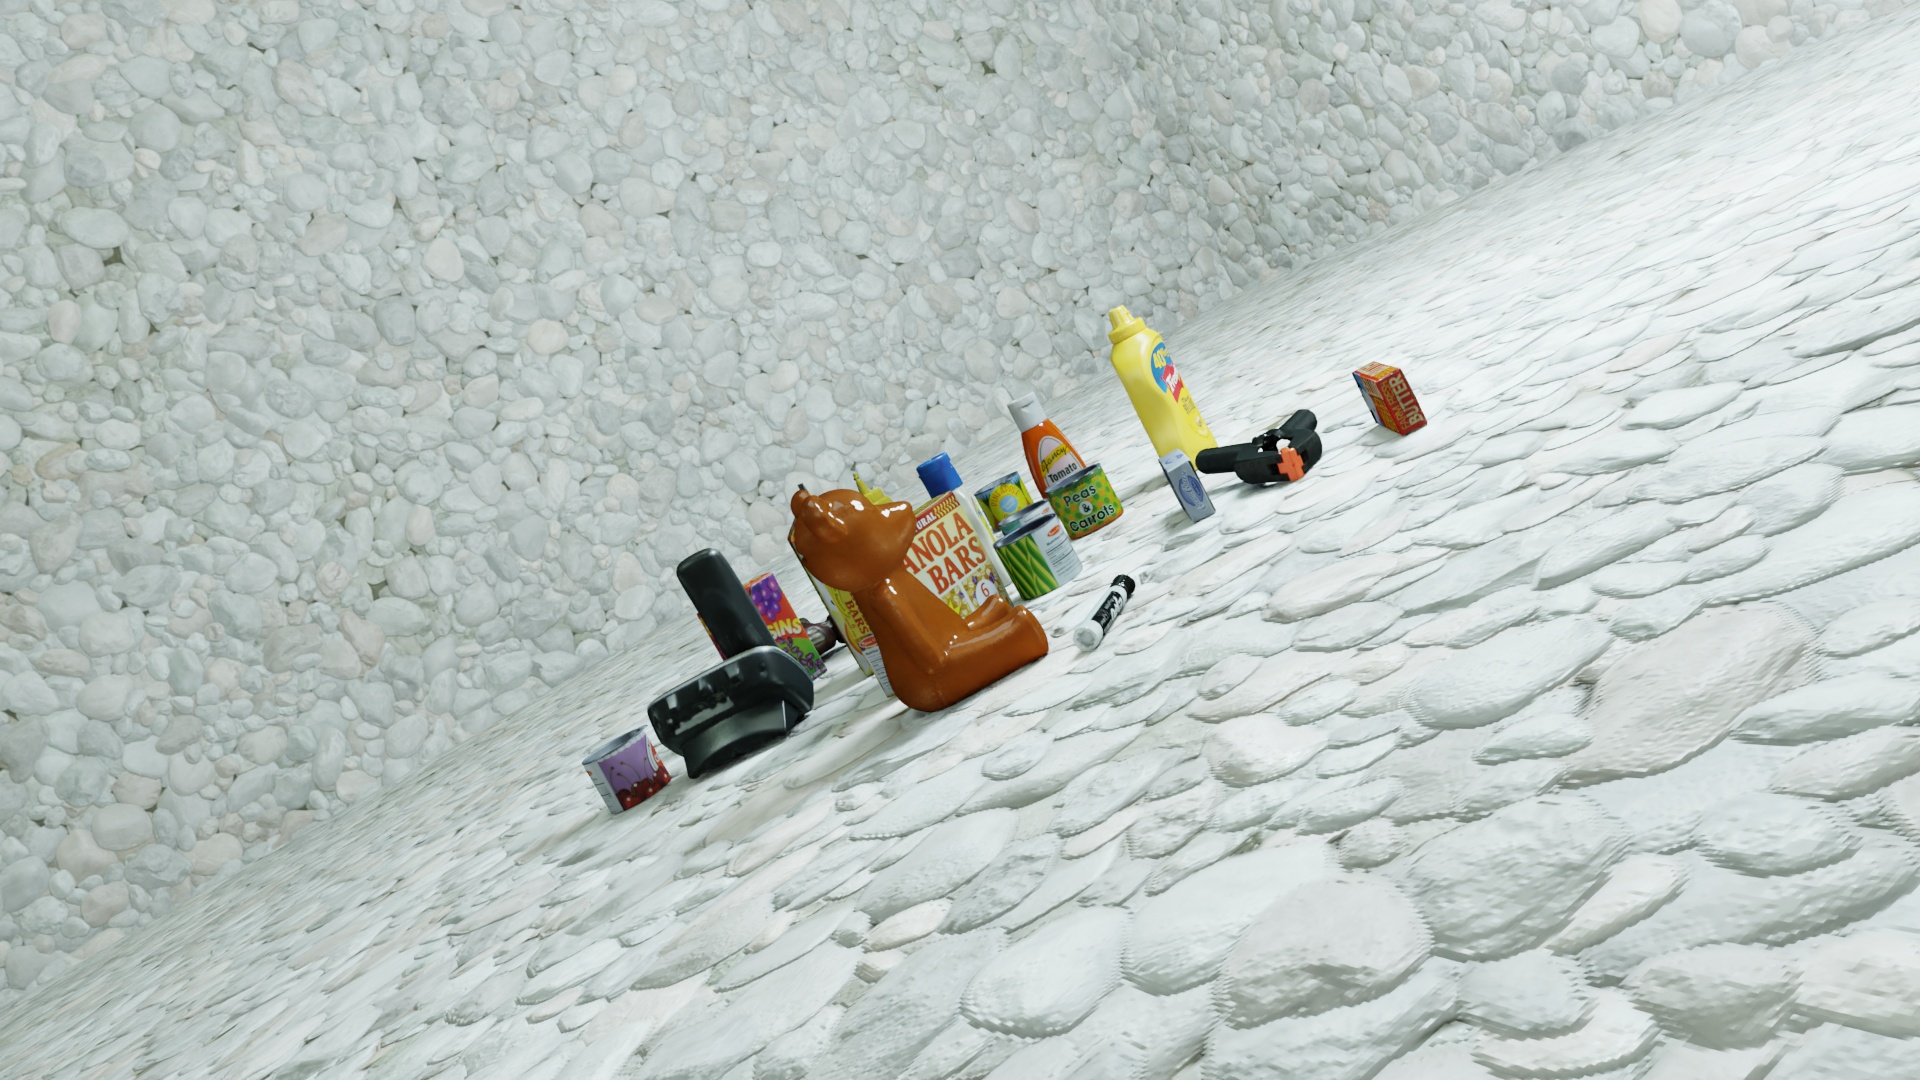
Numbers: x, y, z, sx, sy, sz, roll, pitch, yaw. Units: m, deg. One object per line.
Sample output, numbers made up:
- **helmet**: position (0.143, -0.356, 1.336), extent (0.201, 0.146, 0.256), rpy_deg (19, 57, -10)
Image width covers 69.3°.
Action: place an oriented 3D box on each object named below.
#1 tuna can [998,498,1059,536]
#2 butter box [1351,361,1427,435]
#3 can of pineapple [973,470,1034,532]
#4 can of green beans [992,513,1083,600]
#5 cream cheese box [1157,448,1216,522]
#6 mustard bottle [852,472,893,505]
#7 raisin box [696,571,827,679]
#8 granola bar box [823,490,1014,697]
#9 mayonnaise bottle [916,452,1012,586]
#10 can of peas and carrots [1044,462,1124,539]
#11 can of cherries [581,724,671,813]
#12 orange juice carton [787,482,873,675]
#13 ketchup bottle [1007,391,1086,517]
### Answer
- **tuna can**: position (0.079, -0.019, 1.619), extent (0.071, 0.033, 0.071), rpy_deg (-28, 7, 4)
- **butter box**: position (0.359, -0.120, 1.166), extent (0.024, 0.053, 0.104), rpy_deg (-28, 7, 9)
- **can of pineapple**: position (0.059, -0.050, 1.820), extent (0.071, 0.058, 0.071), rpy_deg (-28, 7, 4)
- **can of green beans**: position (0.072, 0.015, 1.290), extent (0.071, 0.057, 0.071), rpy_deg (-28, 7, 4)
- **cream cheese box**: position (0.205, -0.051, 1.265), extent (0.024, 0.053, 0.104), rpy_deg (-28, 7, 7)
- **mustard bottle**: position (-0.095, -0.013, 1.734), extent (0.065, 0.160, 0.048), rpy_deg (-34, 8, -38)
- **raisin box**: position (-0.208, 0.107, 1.455), extent (0.086, 0.123, 0.040), rpy_deg (-33, 8, -33)
- **granola bar box**: position (-0.034, 0.044, 1.223), extent (0.039, 0.124, 0.166), rpy_deg (-23, 9, 40)
- **mayonnaise bottle**: position (0.005, -0.018, 1.421), extent (0.041, 0.148, 0.065), rpy_deg (-28, 6, 4)
- **can of peas and carrots**: position (0.131, -0.041, 1.464), extent (0.071, 0.058, 0.071), rpy_deg (-28, 7, 4)
- **can of cherries**: position (-0.319, 0.220, 1.339), extent (0.071, 0.058, 0.071), rpy_deg (-28, 7, 4)
- **orange juice carton**: position (-0.109, 0.029, 1.347), extent (0.073, 0.192, 0.072), rpy_deg (-29, 6, -8)
- **ketchup bottle**: position (0.105, -0.104, 1.654), extent (0.065, 0.148, 0.043), rpy_deg (-30, 6, -8)
